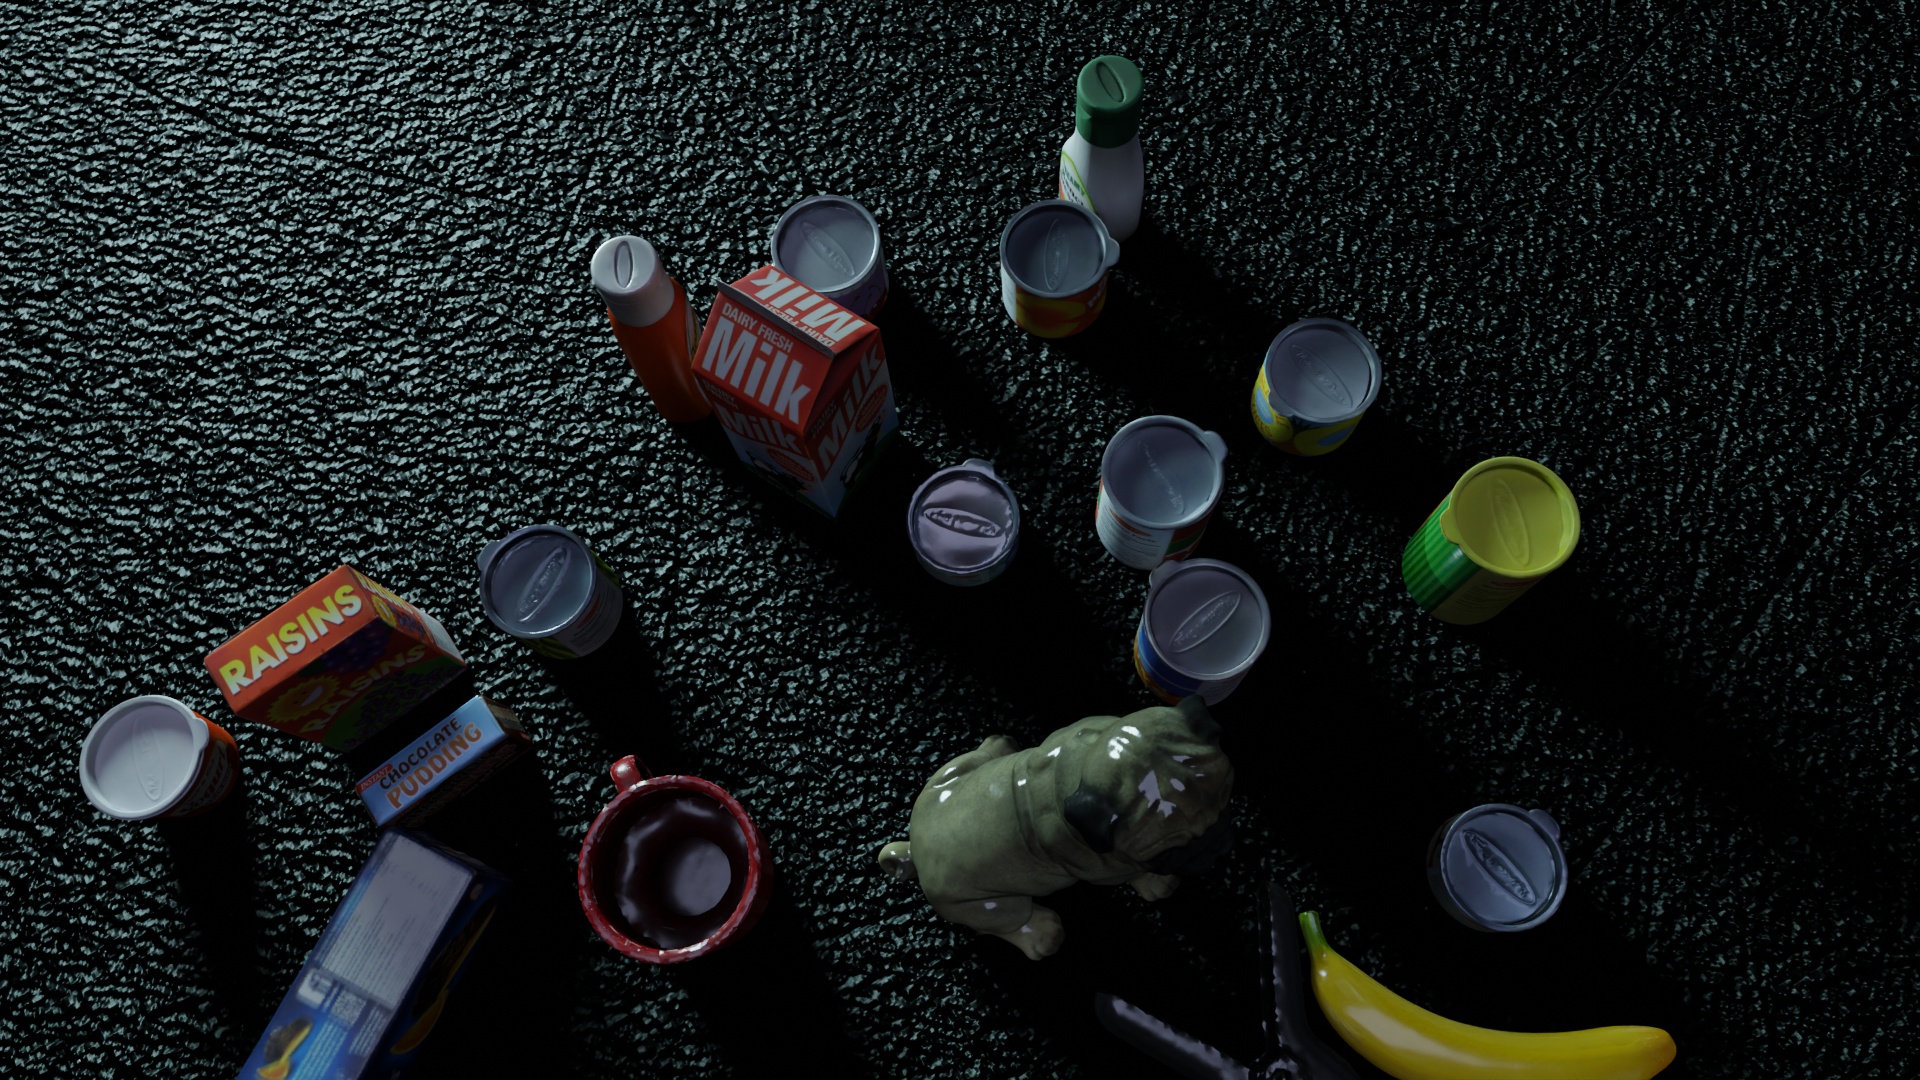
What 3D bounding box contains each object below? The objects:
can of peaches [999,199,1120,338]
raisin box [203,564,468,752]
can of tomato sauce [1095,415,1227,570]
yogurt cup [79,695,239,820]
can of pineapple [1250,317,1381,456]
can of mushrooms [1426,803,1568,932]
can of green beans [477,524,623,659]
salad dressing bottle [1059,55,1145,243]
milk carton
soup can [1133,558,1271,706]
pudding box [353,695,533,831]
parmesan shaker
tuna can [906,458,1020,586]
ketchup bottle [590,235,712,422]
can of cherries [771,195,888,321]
[{"bbox_3d":[0.060,-0.164,0.849,0.071,0.058,0.071,-1,72,2],"label":"can of peaches"},{"bbox_3d":[-0.335,0.066,0.756,0.086,0.123,0.040,-35,75,-8],"label":"raisin box"},{"bbox_3d":[0.113,-0.026,0.789,0.071,0.083,0.071,-1,72,2],"label":"can of tomato sauce"},{"bbox_3d":[-0.445,0.125,0.779,0.072,0.053,0.072,-1,72,2],"label":"yogurt cup"},{"bbox_3d":[0.206,-0.089,0.819,0.071,0.057,0.071,-1,72,2],"label":"can of pineapple"},{"bbox_3d":[0.288,0.174,0.744,0.071,0.033,0.071,-1,72,2],"label":"can of mushrooms"},{"bbox_3d":[-0.234,0.030,0.798,0.071,0.057,0.071,-1,72,2],"label":"can of green beans"},{"bbox_3d":[0.085,-0.227,0.821,0.044,0.147,0.064,-24,73,-5],"label":"salad dressing bottle"},{"bbox_3d":[-0.088,-0.083,0.759,0.072,0.190,0.073,31,77,11],"label":"milk carton"},{"bbox_3d":[0.129,0.051,0.764,0.071,0.083,0.071,-1,72,2],"label":"soup can"},{"bbox_3d":[-0.287,0.125,0.774,0.084,0.049,0.030,-37,75,-9],"label":"pudding box"},{"bbox_3d":[0.285,0.003,0.763,0.071,0.102,0.071,-1,73,2],"label":"parmesan shaker"},{"bbox_3d":[0.003,-0.010,0.815,0.071,0.032,0.071,-1,72,2],"label":"tuna can"},{"bbox_3d":[-0.174,-0.122,0.797,0.043,0.148,0.065,-6,73,1],"label":"ketchup bottle"},{"bbox_3d":[-0.082,-0.168,0.856,0.071,0.058,0.071,-1,72,2],"label":"can of cherries"}]
